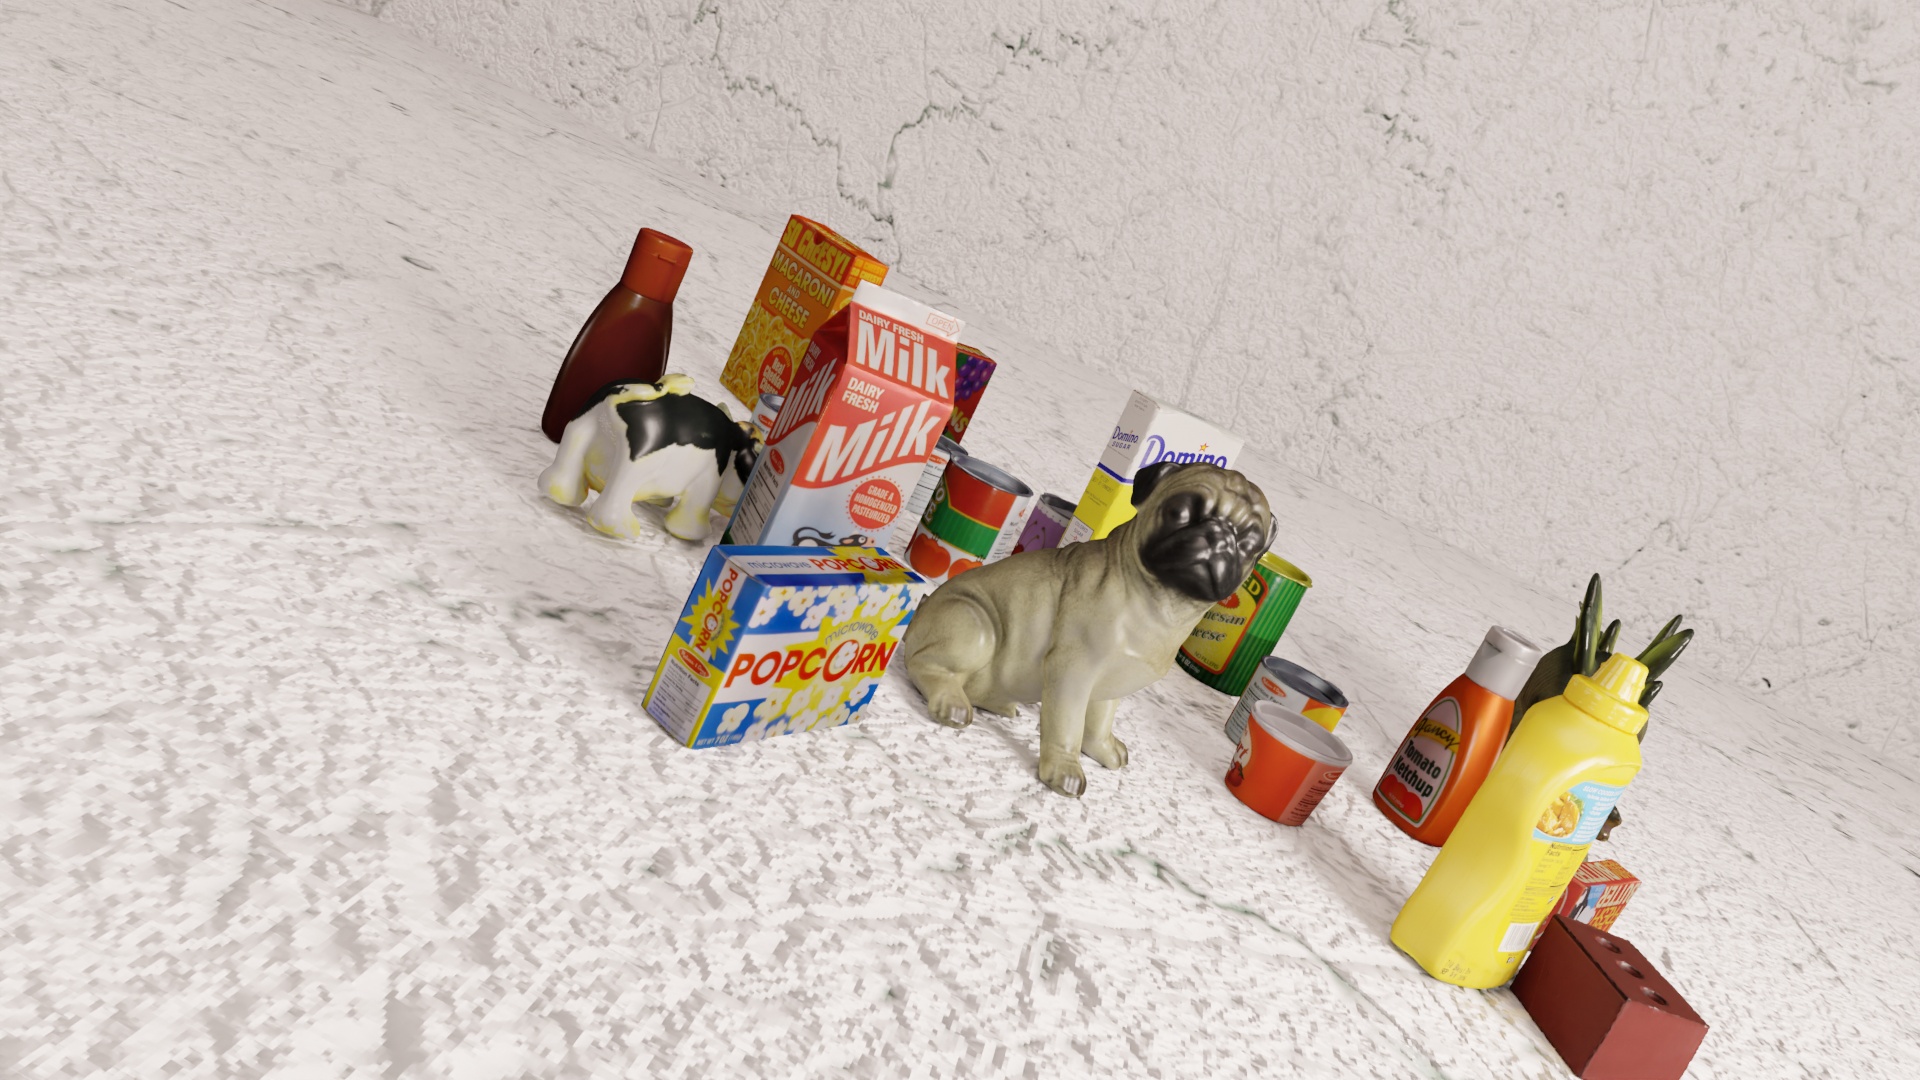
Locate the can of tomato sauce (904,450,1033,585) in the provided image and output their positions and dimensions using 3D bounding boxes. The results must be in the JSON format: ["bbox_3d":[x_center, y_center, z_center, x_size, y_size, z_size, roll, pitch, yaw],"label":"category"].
[{"bbox_3d":[0.004,-0.013,1.001,0.071,0.083,0.071,24,14,-6],"label":"can of tomato sauce"}]

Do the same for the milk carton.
[{"bbox_3d":[-0.067,-0.053,0.808,0.072,0.190,0.073,19,15,-27],"label":"milk carton"}]

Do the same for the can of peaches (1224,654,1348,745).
[{"bbox_3d":[0.225,0.121,0.957,0.071,0.058,0.071,24,14,-6],"label":"can of peaches"}]

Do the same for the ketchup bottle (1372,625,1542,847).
[{"bbox_3d":[0.337,0.129,0.934,0.043,0.148,0.065,19,15,-26],"label":"ketchup bottle"}]

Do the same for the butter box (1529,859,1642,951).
[{"bbox_3d":[0.382,0.226,0.860,0.103,0.053,0.024,11,20,-46],"label":"butter box"}]

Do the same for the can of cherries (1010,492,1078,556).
[{"bbox_3d":[0.081,0.001,1.133,0.071,0.058,0.072,24,14,-6],"label":"can of cherries"}]

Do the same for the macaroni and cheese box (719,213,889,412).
[{"bbox_3d":[-0.139,-0.185,1.202,0.040,0.166,0.124,14,18,-41],"label":"macaroni and cheese box"}]

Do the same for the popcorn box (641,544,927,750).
[{"bbox_3d":[-0.079,0.047,0.647,0.038,0.085,0.127,33,16,28],"label":"popcorn box"}]

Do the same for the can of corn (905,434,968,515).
[{"bbox_3d":[-0.035,-0.060,1.155,0.071,0.058,0.071,24,14,-6],"label":"can of corn"}]

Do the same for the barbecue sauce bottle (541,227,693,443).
[{"bbox_3d":[-0.217,-0.128,0.901,0.065,0.148,0.044,18,16,-29],"label":"barbecue sauce bottle"}]

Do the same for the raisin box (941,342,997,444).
[{"bbox_3d":[-0.031,-0.120,1.243,0.086,0.123,0.040,13,19,-42],"label":"raisin box"}]

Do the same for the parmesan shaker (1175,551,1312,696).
[{"bbox_3d":[0.216,0.061,1.061,0.071,0.102,0.071,24,14,-6],"label":"parmesan shaker"}]

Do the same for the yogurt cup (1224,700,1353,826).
[{"bbox_3d":[0.199,0.139,0.857,0.072,0.053,0.072,24,14,-6],"label":"yogurt cup"}]

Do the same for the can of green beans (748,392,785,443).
[{"bbox_3d":[-0.129,-0.069,1.027,0.071,0.057,0.071,24,14,-6],"label":"can of green beans"}]
